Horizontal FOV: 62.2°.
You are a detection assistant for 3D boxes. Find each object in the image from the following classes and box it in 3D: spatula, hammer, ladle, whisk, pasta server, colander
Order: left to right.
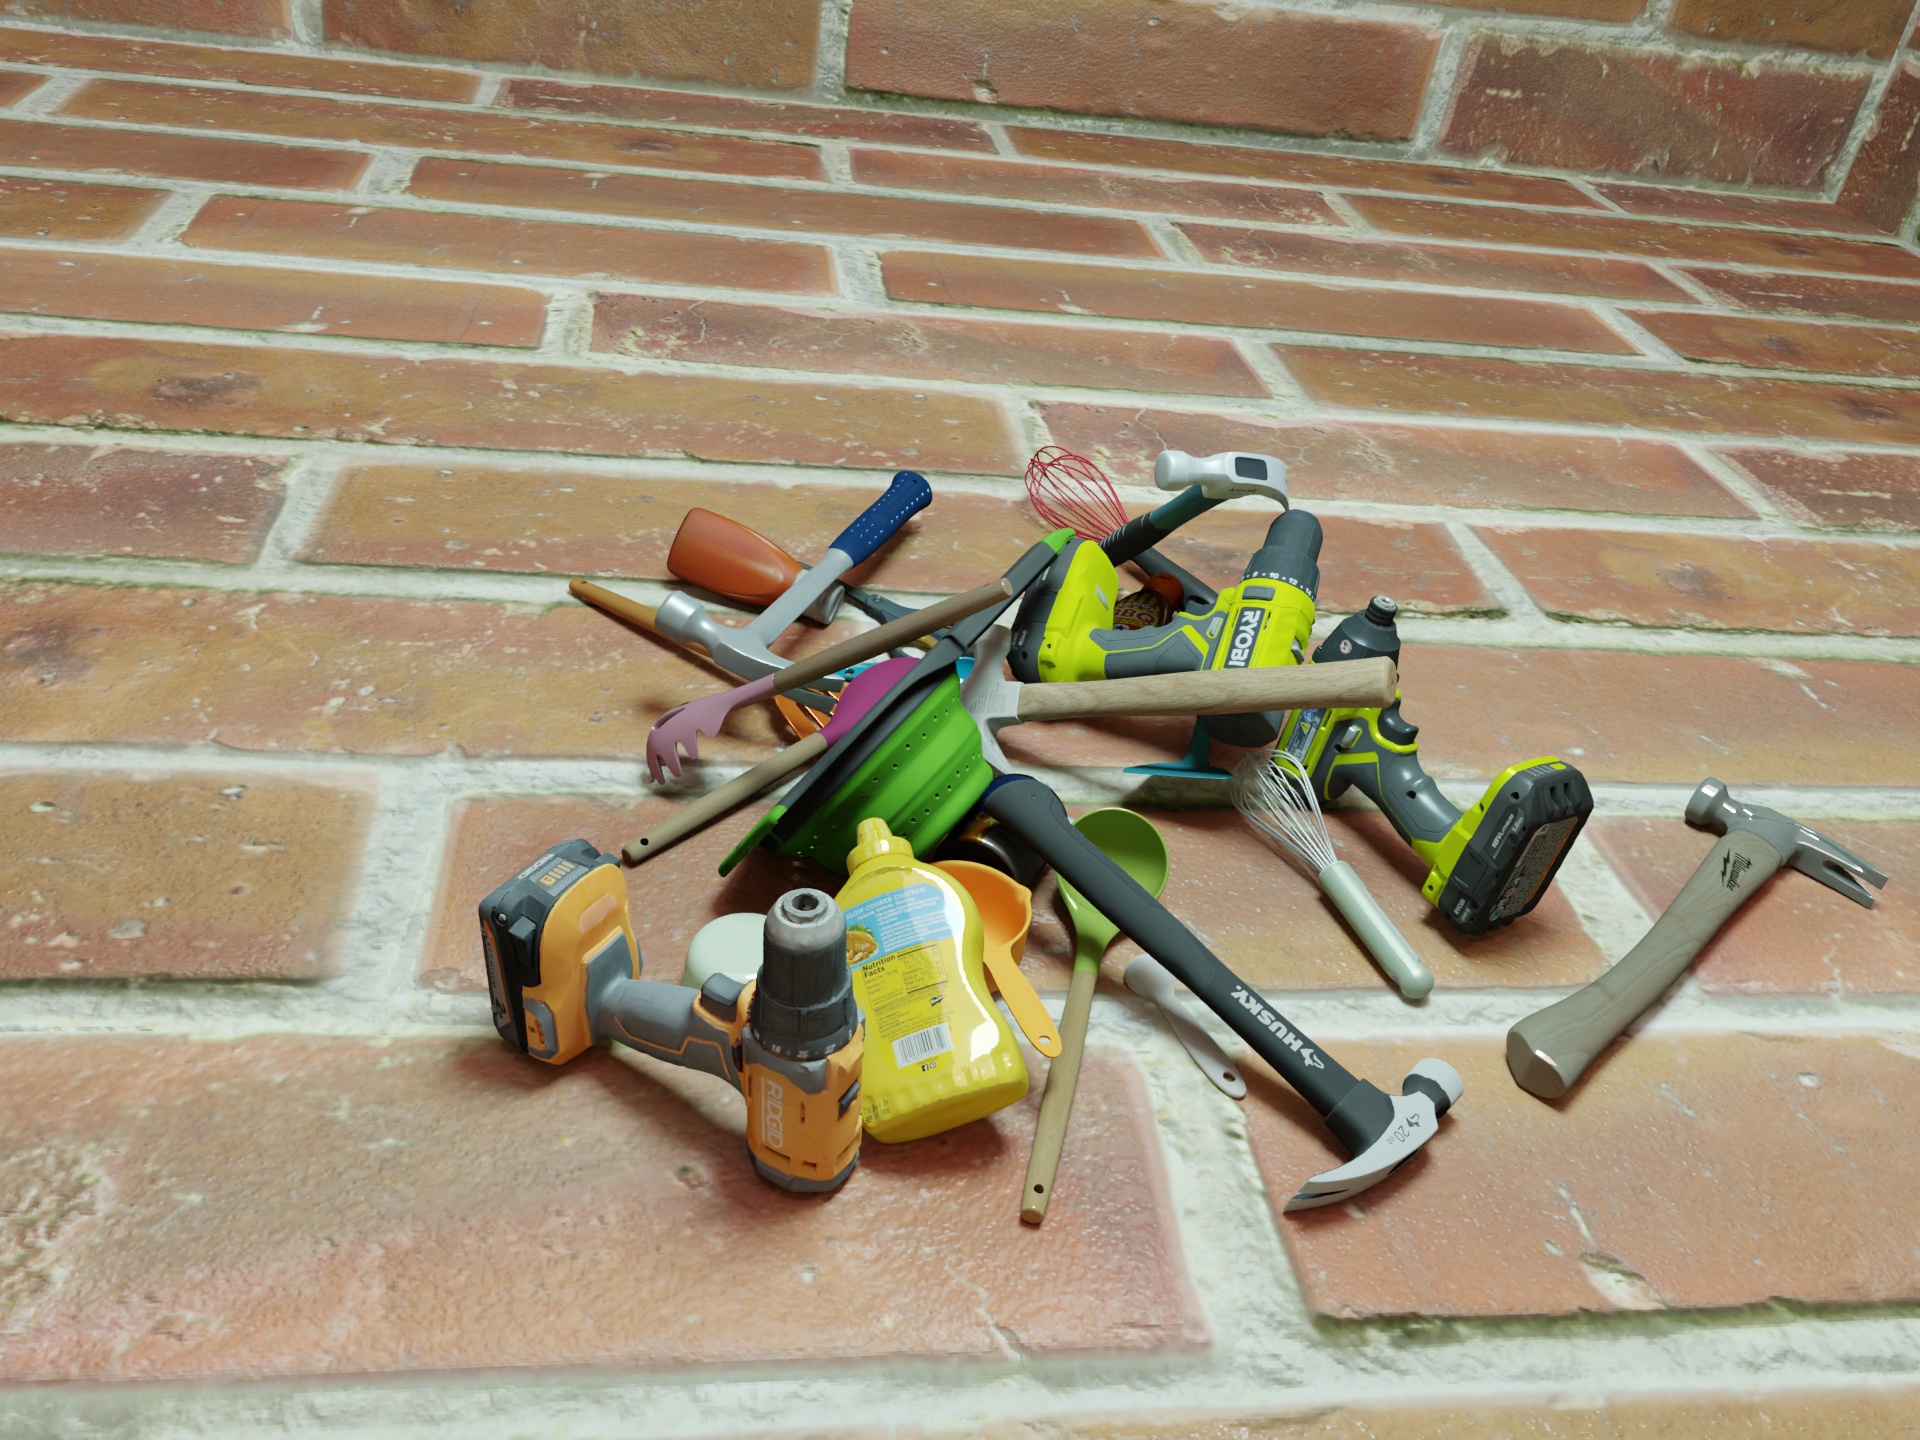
[{"bbox_3d":[-0.200,-0.051,1.276,0.323,0.041,0.081,24,40,29],"label":"spatula"},{"bbox_3d":[-0.098,-0.029,1.083,0.316,0.040,0.060,-21,23,27],"label":"pasta server"},{"bbox_3d":[-0.100,-0.127,1.329,0.144,0.035,0.406,30,32,3],"label":"hammer"},{"bbox_3d":[-0.002,-0.004,1.116,0.094,0.204,0.397,45,53,-2],"label":"colander"},{"bbox_3d":[0.075,0.170,0.983,0.078,0.062,0.320,16,37,4],"label":"ladle"},{"bbox_3d":[0.154,-0.173,1.503,0.073,0.073,0.296,-17,47,-33],"label":"whisk"},{"bbox_3d":[0.164,-0.165,1.328,0.128,0.033,0.331,-1,-7,-17],"label":"hammer"},{"bbox_3d":[0.146,-0.016,1.149,0.331,0.031,0.130,-3,69,30],"label":"hammer"},{"bbox_3d":[0.140,0.153,0.976,0.335,0.035,0.146,42,46,21],"label":"hammer"},{"bbox_3d":[0.205,-0.018,1.296,0.082,0.044,0.318,3,30,18],"label":"spatula"},{"bbox_3d":[0.262,0.103,1.132,0.059,0.057,0.247,-32,45,2],"label":"whisk"},{"bbox_3d":[0.509,0.158,1.112,0.146,0.038,0.410,34,42,31],"label":"hammer"}]

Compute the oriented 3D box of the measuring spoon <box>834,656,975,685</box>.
[{"bbox_3d":[-0.041,-0.033,1.294,0.128,0.021,0.042,1,39,6],"label":"measuring spoon"}]

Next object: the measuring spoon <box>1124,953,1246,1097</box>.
[{"bbox_3d":[0.144,0.188,1.002,0.034,0.018,0.124,-10,39,-25],"label":"measuring spoon"}]

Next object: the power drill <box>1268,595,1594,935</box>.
[{"bbox_3d":[0.330,0.030,1.143,0.080,0.171,0.223,-10,41,-35],"label":"power drill"}]

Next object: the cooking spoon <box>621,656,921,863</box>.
[{"bbox_3d":[-0.121,0.026,1.168,0.069,0.017,0.319,46,49,13],"label":"cooking spoon"}]

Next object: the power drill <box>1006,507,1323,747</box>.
[{"bbox_3d":[0.165,-0.082,1.240,0.229,0.080,0.191,7,65,34],"label":"power drill"}]

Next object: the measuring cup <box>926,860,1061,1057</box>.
[{"bbox_3d":[0.016,0.161,0.986,0.095,0.052,0.174,-9,39,-24],"label":"measuring cup"}]

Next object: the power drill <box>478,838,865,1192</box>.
[{"bbox_3d":[-0.151,0.141,0.863,0.226,0.185,0.084,20,37,22],"label":"power drill"}]

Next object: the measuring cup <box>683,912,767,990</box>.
[{"bbox_3d":[-0.088,0.160,0.972,0.167,0.038,0.083,12,34,9],"label":"measuring cup"}]
